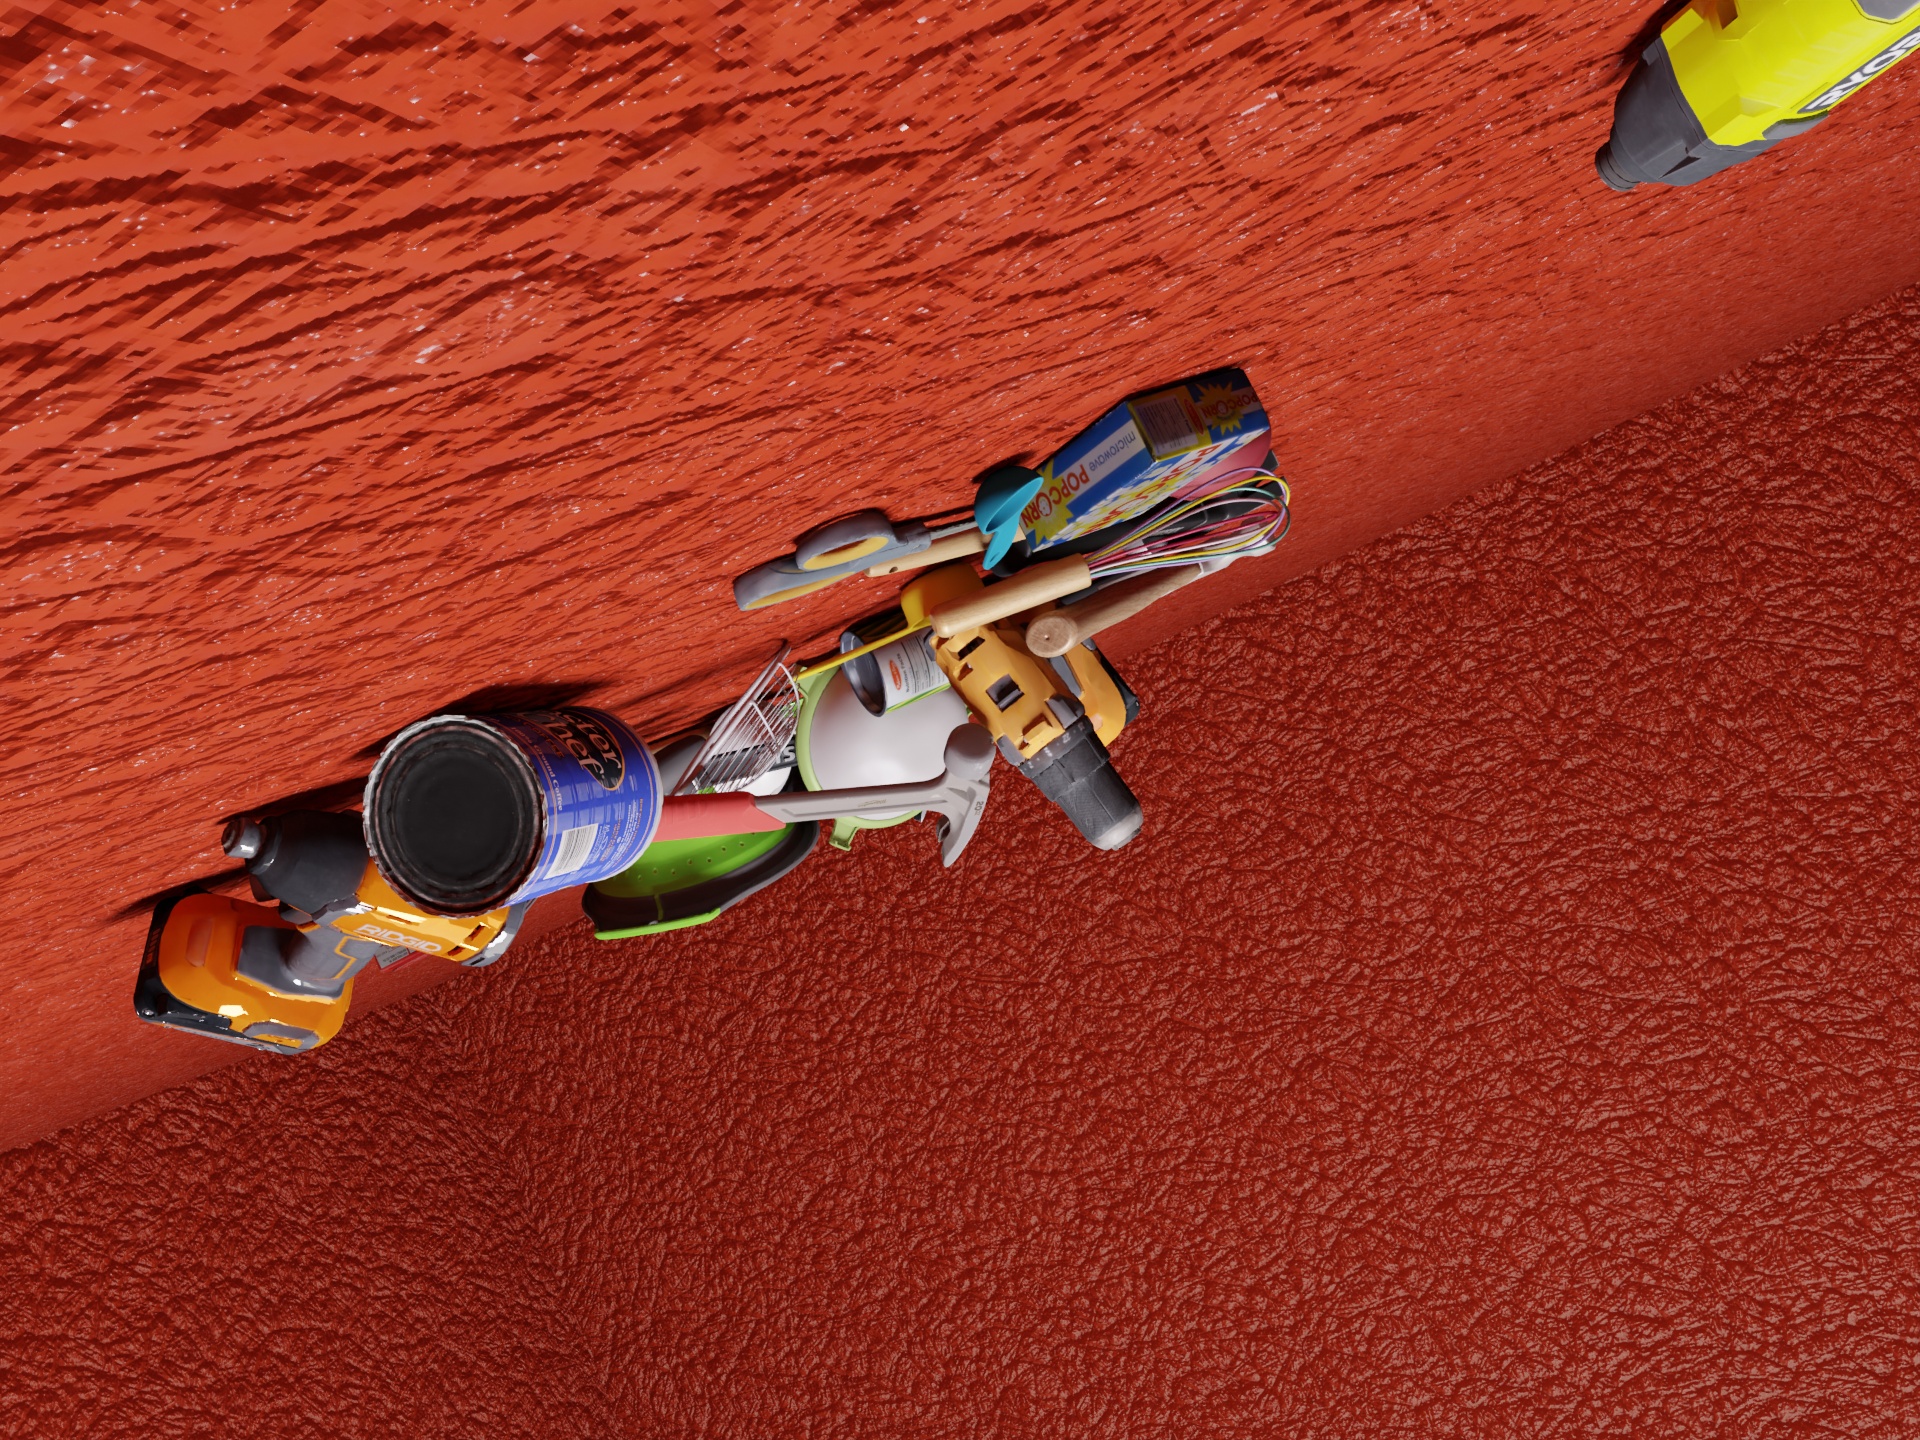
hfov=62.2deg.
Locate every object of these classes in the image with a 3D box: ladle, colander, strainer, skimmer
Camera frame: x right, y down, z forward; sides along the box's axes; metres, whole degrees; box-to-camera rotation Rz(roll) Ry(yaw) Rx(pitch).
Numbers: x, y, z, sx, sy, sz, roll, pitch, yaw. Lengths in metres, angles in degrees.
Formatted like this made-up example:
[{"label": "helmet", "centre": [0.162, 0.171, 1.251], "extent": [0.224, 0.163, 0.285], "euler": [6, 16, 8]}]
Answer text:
[{"label": "ladle", "centre": [0.076, -0.132, 0.965], "extent": [0.315, 0.031, 0.069], "euler": [-20, 155, -30]}, {"label": "colander", "centre": [-0.210, 0.051, 1.378], "extent": [0.204, 0.094, 0.397], "euler": [-11, -161, 16]}, {"label": "strainer", "centre": [-0.212, 0.035, 1.205], "extent": [0.258, 0.087, 0.050], "euler": [-9, -169, -37]}, {"label": "skimmer", "centre": [-0.276, 0.034, 1.031], "extent": [0.363, 0.090, 0.127], "euler": [-13, -178, -11]}, {"label": "strainer", "centre": [-0.002, -0.004, 1.231], "extent": [0.256, 0.151, 0.069], "euler": [-22, -159, -28]}]

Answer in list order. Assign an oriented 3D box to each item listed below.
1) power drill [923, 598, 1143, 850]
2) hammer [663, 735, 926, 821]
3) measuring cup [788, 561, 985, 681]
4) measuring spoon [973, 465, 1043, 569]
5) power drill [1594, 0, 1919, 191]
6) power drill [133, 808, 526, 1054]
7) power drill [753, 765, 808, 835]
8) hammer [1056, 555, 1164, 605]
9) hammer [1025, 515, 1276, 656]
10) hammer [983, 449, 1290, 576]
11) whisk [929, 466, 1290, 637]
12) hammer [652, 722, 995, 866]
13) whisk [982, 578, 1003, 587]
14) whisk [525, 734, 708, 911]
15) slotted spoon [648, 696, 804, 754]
[{"label": "power drill", "centre": [0.067, -0.004, 1.095], "extent": [0.084, 0.185, 0.226], "euler": [-38, 177, 12]}, {"label": "hammer", "centre": [-0.186, 0.043, 1.177], "extent": [0.409, 0.149, 0.036], "euler": [-14, -164, -32]}, {"label": "measuring cup", "centre": [-0.055, -0.066, 1.075], "extent": [0.156, 0.029, 0.062], "euler": [-23, 177, 20]}, {"label": "measuring spoon", "centre": [0.018, -0.109, 0.864], "extent": [0.042, 0.021, 0.128], "euler": [-41, 174, -11]}, {"label": "power drill", "centre": [0.354, -0.260, 0.575], "extent": [0.223, 0.080, 0.171], "euler": [-19, 174, -22]}, {"label": "power drill", "centre": [-0.381, 0.116, 0.913], "extent": [0.226, 0.084, 0.164], "euler": [-27, 142, 34]}, {"label": "power drill", "centre": [-0.098, 0.048, 1.545], "extent": [0.219, 0.078, 0.143], "euler": [-21, -162, 10]}, {"label": "hammer", "centre": [0.042, -0.079, 1.494], "extent": [0.331, 0.033, 0.128], "euler": [-25, 178, 8]}, {"label": "hammer", "centre": [0.121, -0.089, 1.119], "extent": [0.130, 0.031, 0.331], "euler": [-24, -178, 29]}, {"label": "hammer", "centre": [0.116, -0.137, 1.112], "extent": [0.146, 0.035, 0.334], "euler": [-26, 176, 32]}, {"label": "whisk", "centre": [0.097, -0.097, 0.983], "extent": [0.245, 0.051, 0.047], "euler": [-21, 167, -11]}, {"label": "hammer", "centre": [-0.160, 0.064, 1.006], "extent": [0.359, 0.037, 0.149], "euler": [-5, 150, -15]}, {"label": "whisk", "centre": [0.048, -0.086, 1.308], "extent": [0.070, 0.070, 0.284], "euler": [-25, 171, 9]}, {"label": "whisk", "centre": [-0.265, 0.078, 1.080], "extent": [0.239, 0.055, 0.055], "euler": [-38, -177, -28]}, {"label": "slotted spoon", "centre": [-0.205, 0.015, 1.270], "extent": [0.313, 0.031, 0.070], "euler": [-21, 169, -27]}]
